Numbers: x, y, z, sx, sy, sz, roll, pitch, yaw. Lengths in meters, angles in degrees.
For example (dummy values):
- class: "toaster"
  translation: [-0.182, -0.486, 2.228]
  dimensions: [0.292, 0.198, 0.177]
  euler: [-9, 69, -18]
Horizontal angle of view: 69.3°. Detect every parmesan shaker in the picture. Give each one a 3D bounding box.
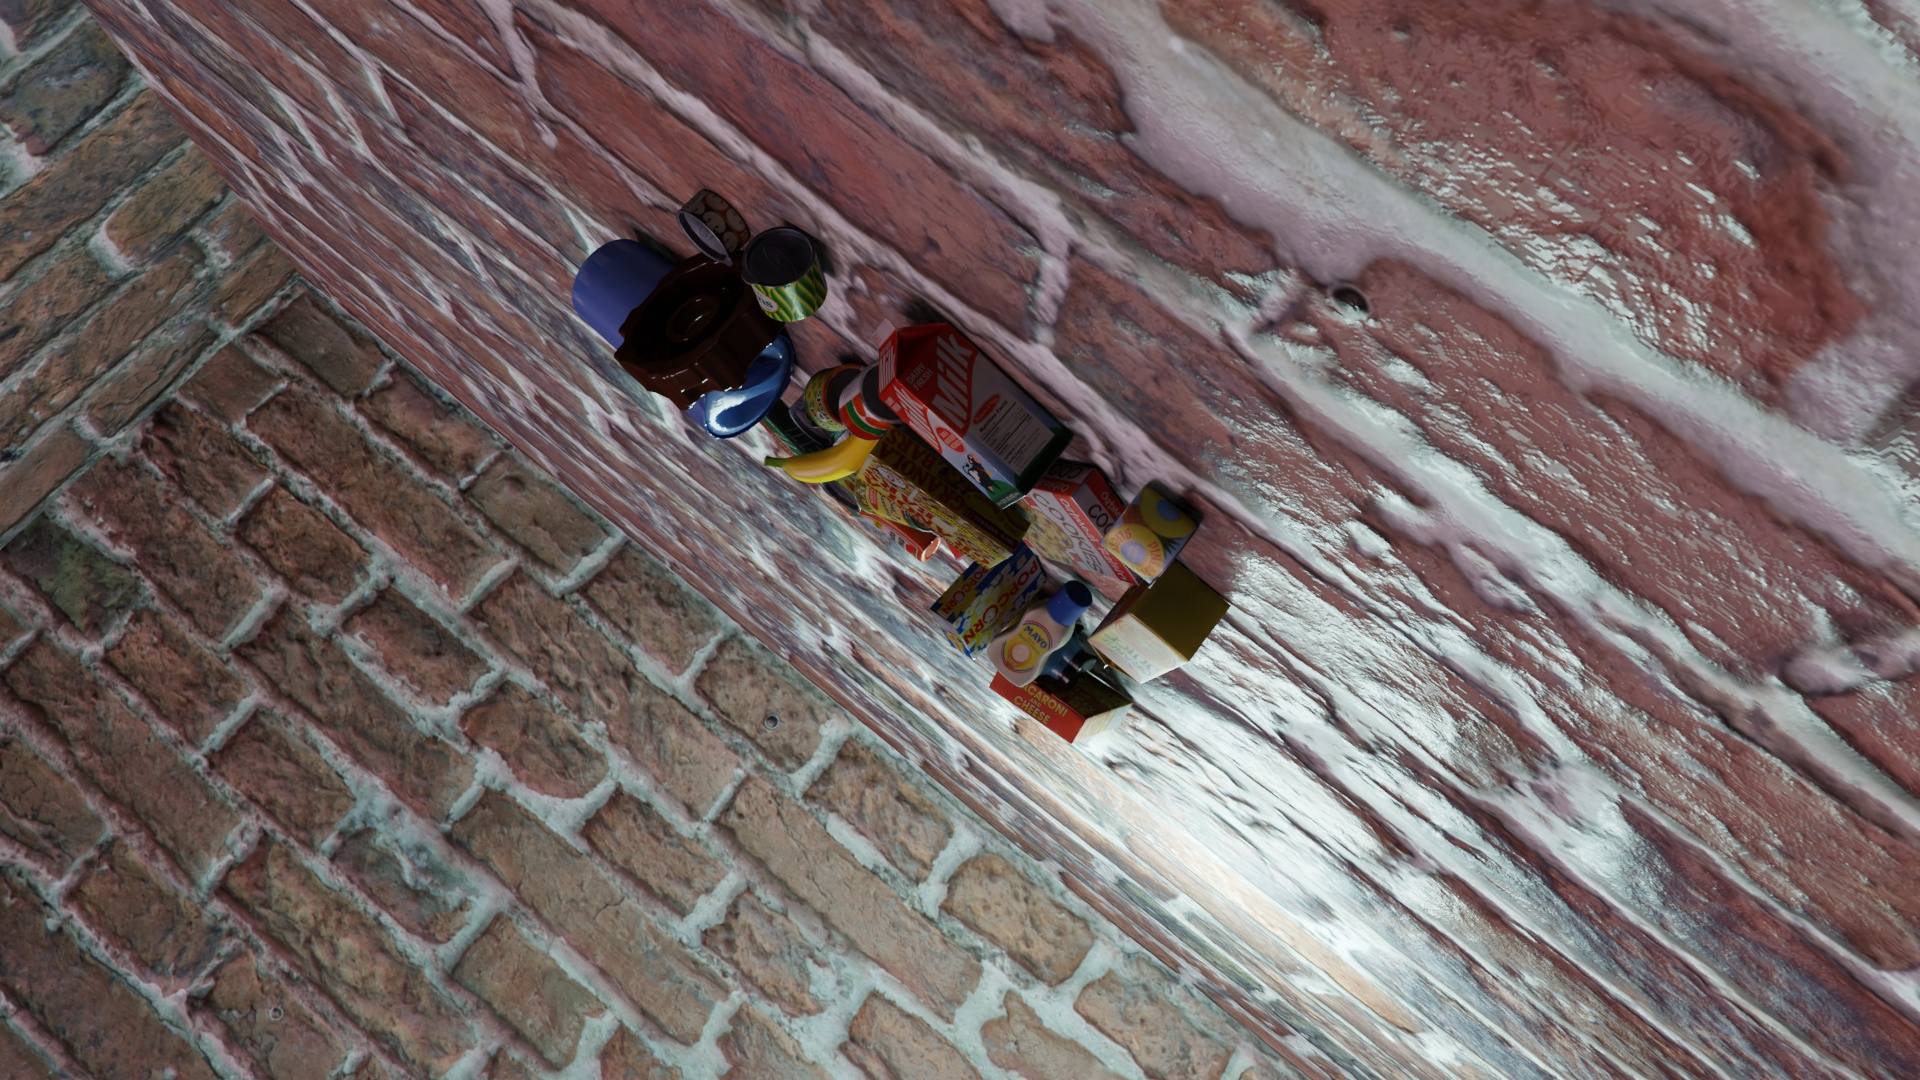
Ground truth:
- class: "parmesan shaker"
  translation: [-0.062, -0.054, 1.546]
  dimensions: [0.103, 0.071, 0.071]
  euler: [19, 153, 50]

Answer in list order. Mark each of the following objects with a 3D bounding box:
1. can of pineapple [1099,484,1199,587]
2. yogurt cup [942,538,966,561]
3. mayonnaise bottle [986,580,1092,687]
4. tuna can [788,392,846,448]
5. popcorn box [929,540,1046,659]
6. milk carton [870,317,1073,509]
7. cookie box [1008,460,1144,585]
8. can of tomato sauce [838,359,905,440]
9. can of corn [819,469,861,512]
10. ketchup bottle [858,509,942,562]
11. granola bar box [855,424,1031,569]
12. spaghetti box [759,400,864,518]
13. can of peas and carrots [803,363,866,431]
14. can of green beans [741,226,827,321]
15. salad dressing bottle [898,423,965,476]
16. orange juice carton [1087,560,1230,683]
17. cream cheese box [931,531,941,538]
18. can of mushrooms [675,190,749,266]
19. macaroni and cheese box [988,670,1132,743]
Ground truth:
- class: "can of pineapple"
  translation: [0.159, -0.004, 1.177]
  dimensions: [0.058, 0.071, 0.071]
  euler: [39, 164, 5]
- class: "yogurt cup"
  translation: [0.005, -0.019, 1.493]
  dimensions: [0.054, 0.072, 0.072]
  euler: [49, 163, -4]
- class: "mayonnaise bottle"
  translation: [0.090, 0.099, 1.529]
  dimensions: [0.065, 0.041, 0.147]
  euler: [45, 130, 6]
- class: "tuna can"
  translation: [-0.161, -0.138, 1.593]
  dimensions: [0.071, 0.033, 0.071]
  euler: [36, 163, 13]
- class: "popcorn box"
  translation: [0.032, 0.059, 1.522]
  dimensions: [0.038, 0.127, 0.085]
  euler: [34, 163, 33]
- class: "milk carton"
  translation: [-0.002, -0.121, 1.216]
  dimensions: [0.190, 0.073, 0.072]
  euler: [42, 164, -6]
- class: "cookie box"
  translation: [0.098, -0.025, 1.312]
  dimensions: [0.122, 0.040, 0.167]
  euler: [49, 162, -30]
- class: "can of tomato sauce"
  translation: [-0.076, -0.136, 1.353]
  dimensions: [0.071, 0.071, 0.083]
  euler: [43, 163, -9]
- class: "can of corn"
  translation: [-0.127, -0.077, 1.637]
  dimensions: [0.071, 0.058, 0.071]
  euler: [36, 163, 13]
- class: "ketchup bottle"
  translation: [-0.091, -0.034, 1.698]
  dimensions: [0.149, 0.043, 0.064]
  euler: [37, 168, 11]
- class: "granola bar box"
  translation: [-0.019, -0.040, 1.361]
  dimensions: [0.165, 0.039, 0.124]
  euler: [35, 167, -4]
- class: "spaghetti box"
  translation: [-0.199, -0.121, 1.734]
  dimensions: [0.249, 0.029, 0.050]
  euler: [47, 163, -22]
- class: "can of peas and carrots"
  translation: [-0.122, -0.145, 1.422]
  dimensions: [0.071, 0.071, 0.058]
  euler: [46, 162, -19]
- class: "can of green beans"
  translation: [-0.158, -0.240, 1.257]
  dimensions: [0.071, 0.071, 0.057]
  euler: [34, 163, 20]
- class: "salad dressing bottle"
  translation: [-0.012, -0.070, 1.432]
  dimensions: [0.147, 0.044, 0.064]
  euler: [39, 162, -3]
- class: "orange juice carton"
  translation: [0.184, 0.084, 1.352]
  dimensions: [0.073, 0.072, 0.192]
  euler: [40, 164, 2]
- class: "cream cheese box"
  translation: [-0.040, -0.034, 1.620]
  dimensions: [0.104, 0.024, 0.053]
  euler: [30, 162, 31]
- class: "can of mushrooms"
  translation: [-0.236, -0.299, 1.332]
  dimensions: [0.071, 0.033, 0.070]
  euler: [36, 163, 13]
- class: "macaroni and cheese box"
  translation: [0.123, 0.185, 1.676]
  dimensions: [0.124, 0.040, 0.167]
  euler: [33, -166, 22]
